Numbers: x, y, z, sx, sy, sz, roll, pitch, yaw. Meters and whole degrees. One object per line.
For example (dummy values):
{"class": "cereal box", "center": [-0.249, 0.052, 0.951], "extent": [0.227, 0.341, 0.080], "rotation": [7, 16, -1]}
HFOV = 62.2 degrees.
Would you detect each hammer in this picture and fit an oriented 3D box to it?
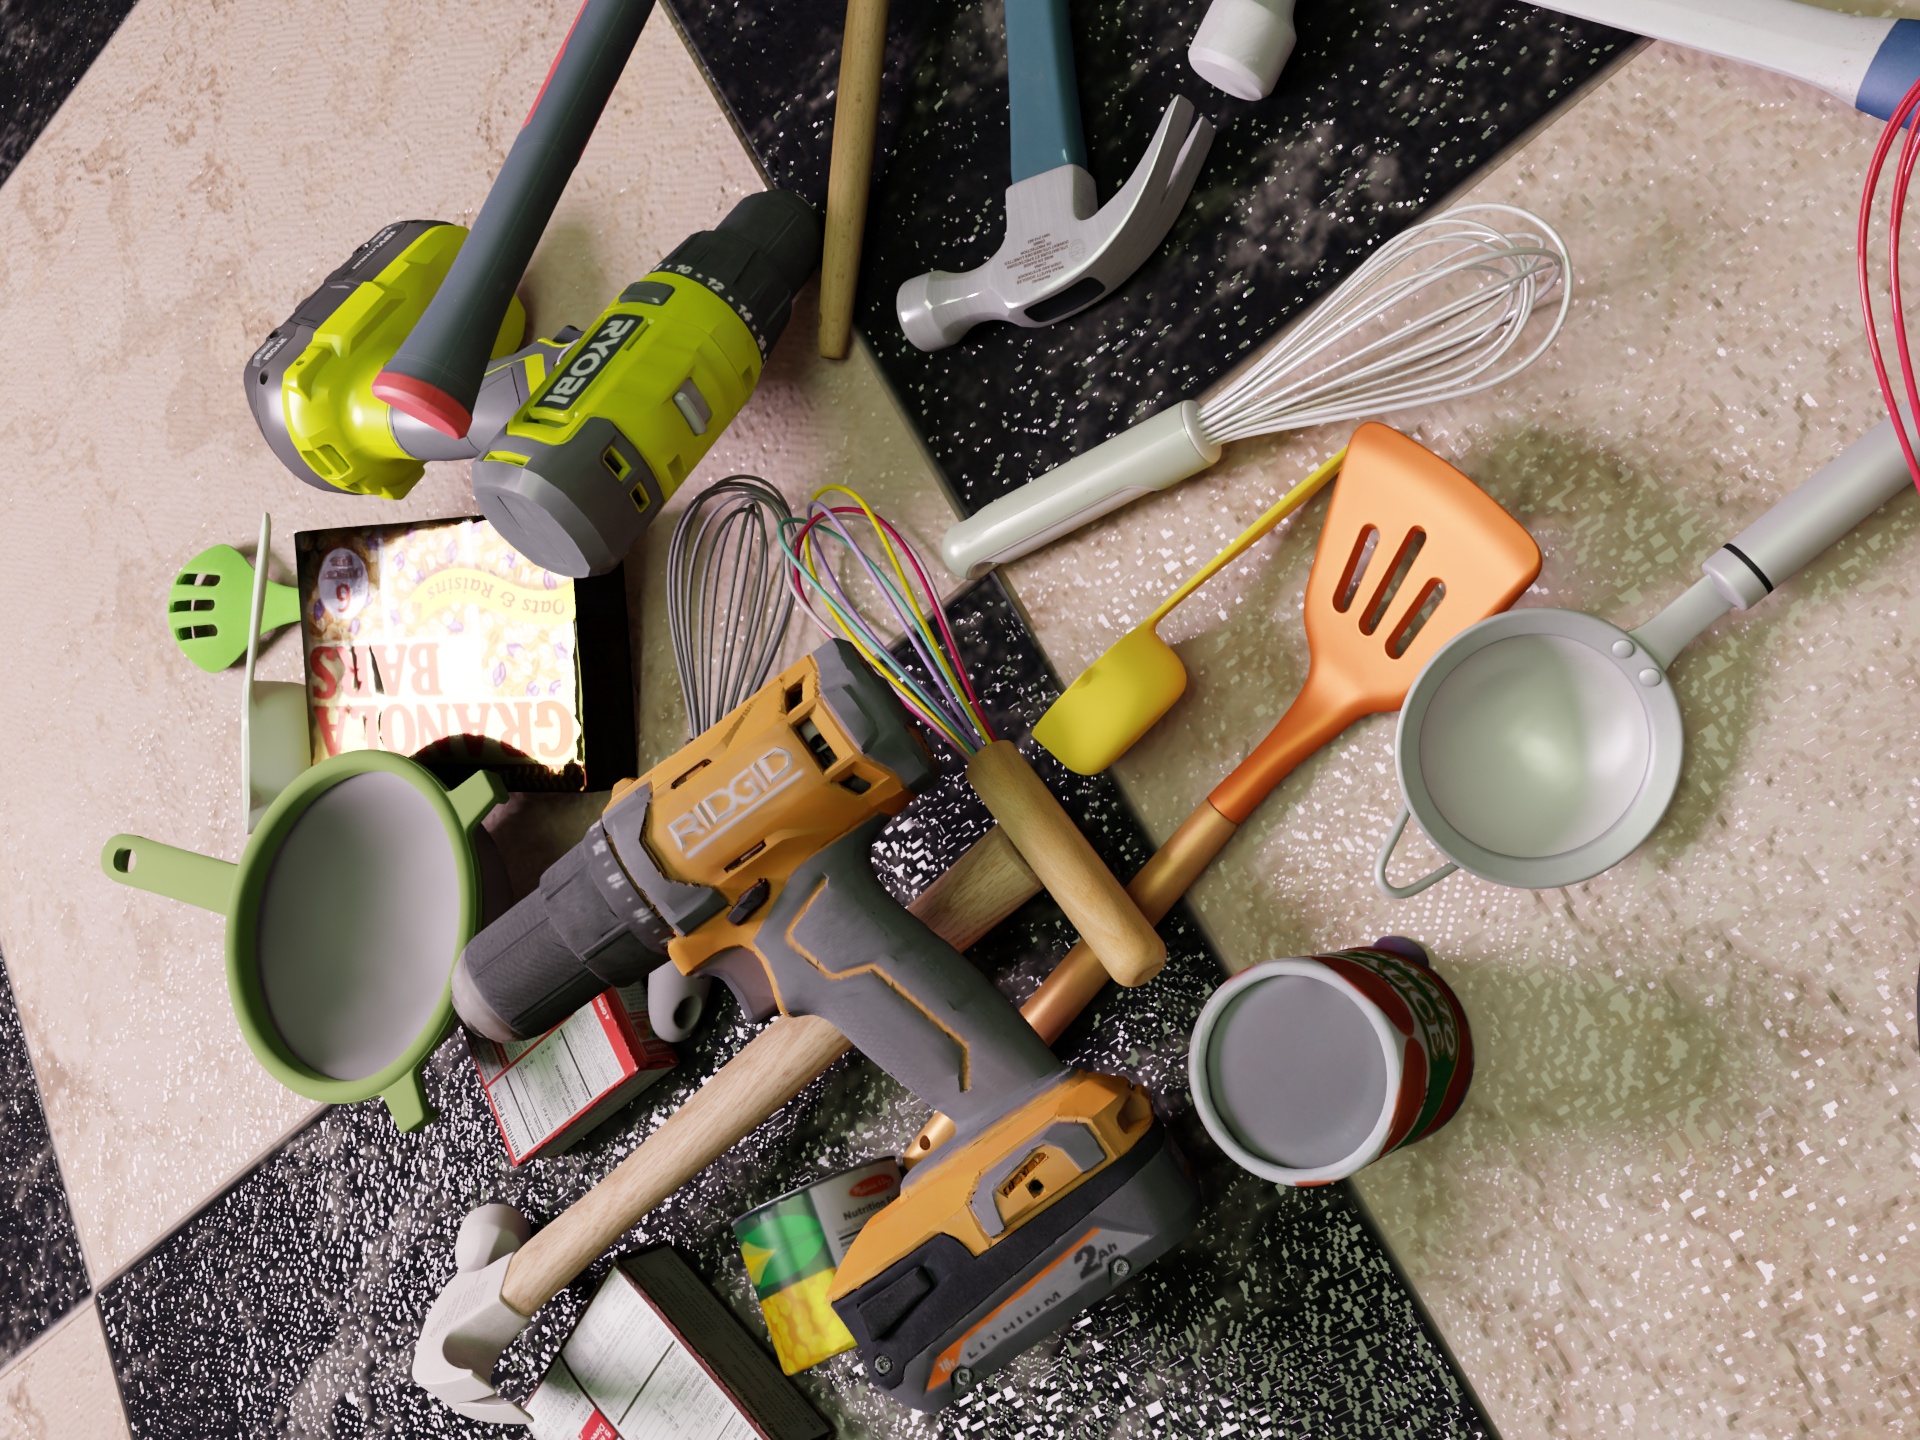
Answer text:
{"class": "hammer", "center": [0.264, -0.203, 0.470], "extent": [0.406, 0.035, 0.144], "rotation": [33, 102, 29]}
{"class": "hammer", "center": [-0.095, 0.156, 0.620], "extent": [0.331, 0.130, 0.031], "rotation": [-42, 109, 13]}
{"class": "hammer", "center": [-0.124, -0.286, 0.612], "extent": [0.143, 0.038, 0.386], "rotation": [-6, 60, 59]}
{"class": "hammer", "center": [0.026, -0.318, 0.626], "extent": [0.128, 0.033, 0.331], "rotation": [-9, 80, 31]}

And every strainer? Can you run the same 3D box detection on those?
{"class": "strainer", "center": [-0.294, 0.085, 0.732], "extent": [0.256, 0.069, 0.151], "rotation": [8, 85, 31]}
{"class": "strainer", "center": [0.224, -0.036, 0.474], "extent": [0.258, 0.050, 0.087], "rotation": [-42, 94, 14]}

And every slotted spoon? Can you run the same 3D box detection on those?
{"class": "slotted spoon", "center": [-0.301, -0.063, 0.797], "extent": [0.314, 0.031, 0.070], "rotation": [-1, 87, 29]}

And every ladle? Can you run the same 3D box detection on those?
{"class": "ladle", "center": [-0.035, -0.307, 0.650], "extent": [0.069, 0.031, 0.315], "rotation": [-154, 70, -70]}

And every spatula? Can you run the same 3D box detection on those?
{"class": "spatula", "center": [0.072, 0.048, 0.554], "extent": [0.322, 0.041, 0.081], "rotation": [-52, 55, 17]}

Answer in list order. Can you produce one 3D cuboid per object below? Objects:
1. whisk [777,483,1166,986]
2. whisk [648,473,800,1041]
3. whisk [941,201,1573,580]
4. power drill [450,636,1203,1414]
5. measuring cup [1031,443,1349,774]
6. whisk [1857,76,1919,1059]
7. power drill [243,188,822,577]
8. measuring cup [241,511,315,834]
{"class": "whisk", "center": [-0.001, -0.003, 0.586], "extent": [0.047, 0.051, 0.245], "rotation": [-46, 58, 16]}
{"class": "whisk", "center": [-0.105, 0.017, 0.661], "extent": [0.055, 0.055, 0.239], "rotation": [10, 93, 31]}
{"class": "whisk", "center": [0.092, -0.104, 0.557], "extent": [0.246, 0.057, 0.059], "rotation": [-24, 81, 31]}
{"class": "power drill", "center": [-0.050, 0.111, 0.534], "extent": [0.185, 0.084, 0.226], "rotation": [-36, 81, 2]}
{"class": "measuring cup", "center": [0.090, -0.038, 0.554], "extent": [0.156, 0.062, 0.029], "rotation": [-42, 83, 8]}
{"class": "whisk", "center": [0.271, -0.035, 0.416], "extent": [0.073, 0.073, 0.296], "rotation": [3, 99, 31]}
{"class": "power drill", "center": [-0.180, -0.159, 0.683], "extent": [0.229, 0.080, 0.191], "rotation": [13, 59, 34]}
{"class": "measuring cup", "center": [-0.324, -0.021, 0.768], "extent": [0.083, 0.038, 0.167], "rotation": [51, 133, 51]}
